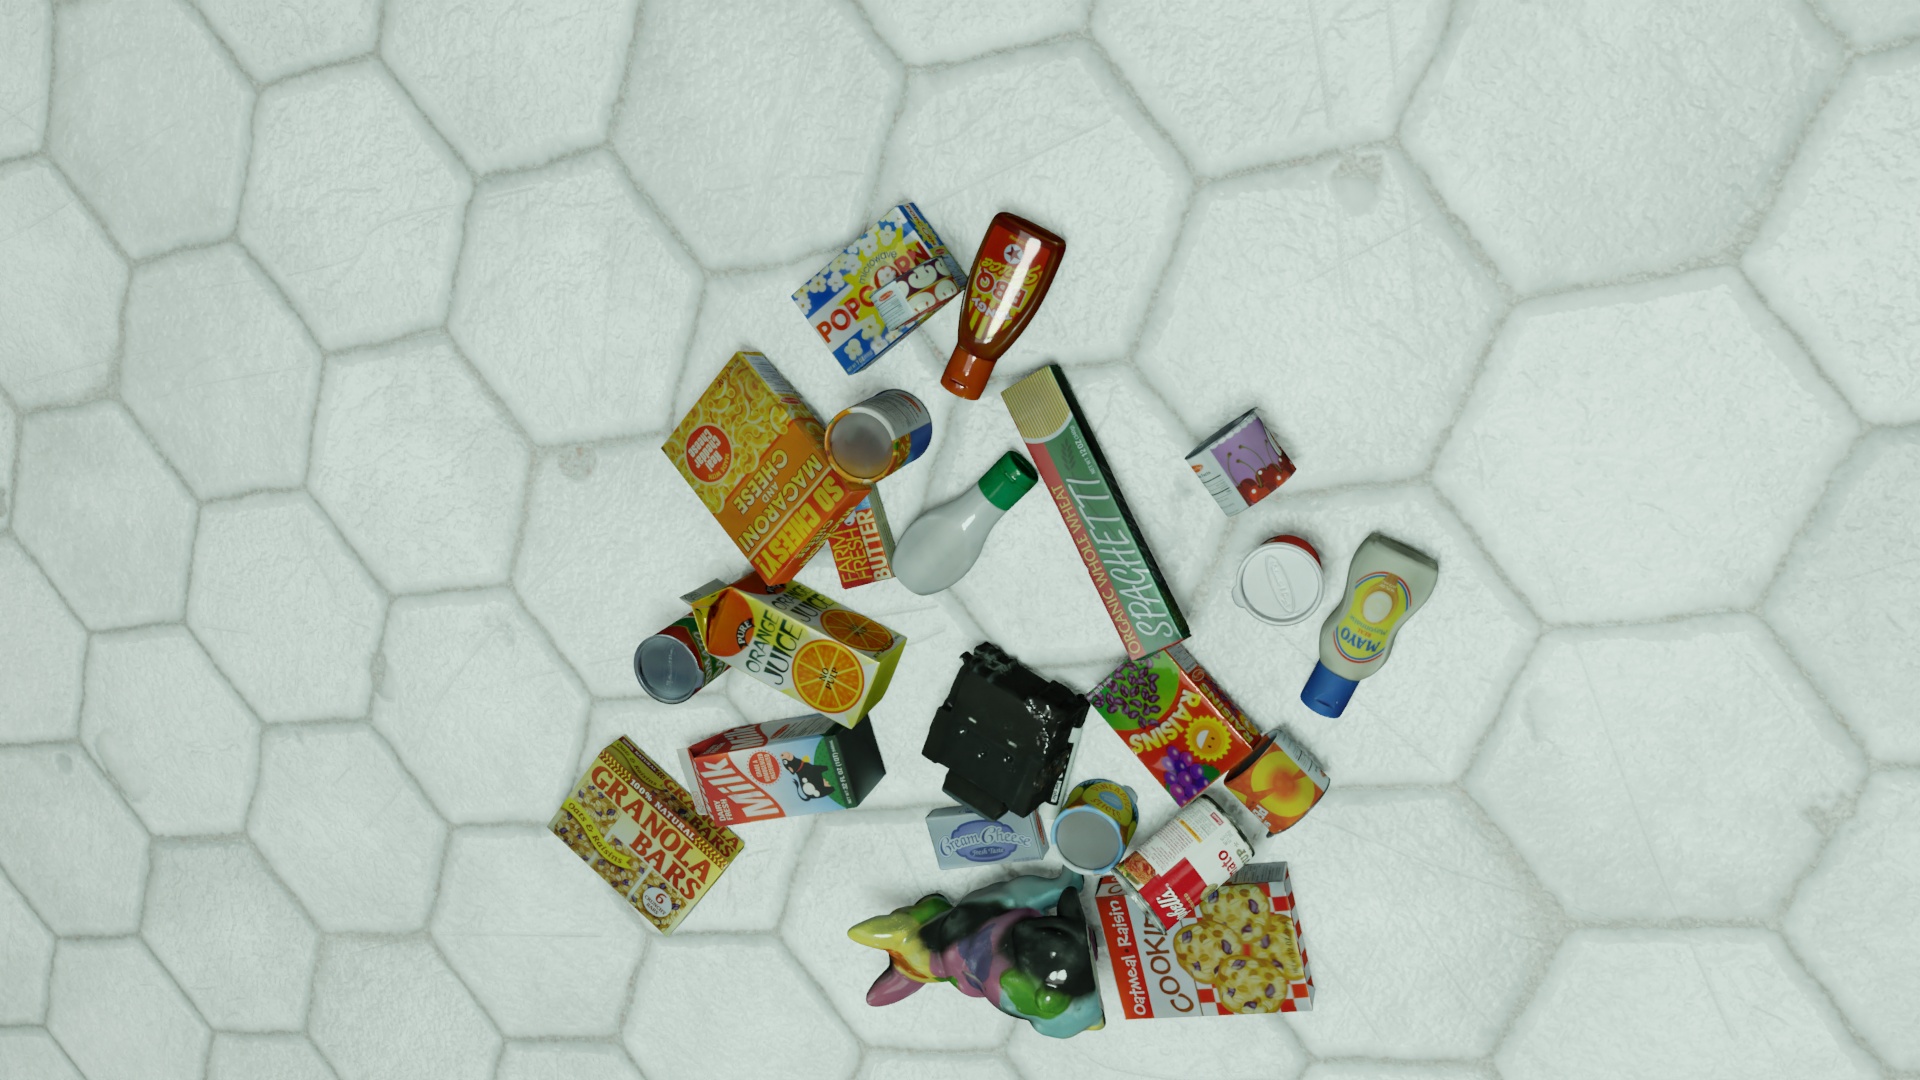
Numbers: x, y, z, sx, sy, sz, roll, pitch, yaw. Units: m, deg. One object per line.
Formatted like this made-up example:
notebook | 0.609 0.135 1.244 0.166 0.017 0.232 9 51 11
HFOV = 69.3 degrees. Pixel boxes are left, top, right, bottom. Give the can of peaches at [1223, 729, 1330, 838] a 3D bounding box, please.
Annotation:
can of peaches | 0.256 0.198 1.137 0.058 0.071 0.071 46 114 3

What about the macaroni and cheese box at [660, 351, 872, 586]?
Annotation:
macaroni and cheese box | -0.170 -0.063 1.210 0.123 0.040 0.167 -47 73 24

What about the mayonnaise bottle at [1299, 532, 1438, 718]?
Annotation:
mayonnaise bottle | 0.317 0.071 1.096 0.065 0.041 0.147 26 111 9

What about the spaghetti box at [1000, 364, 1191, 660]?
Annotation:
spaghetti box | 0.110 -0.022 1.128 0.050 0.029 0.250 -28 84 24

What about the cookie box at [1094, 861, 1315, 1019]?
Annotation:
cookie box | 0.212 0.349 1.209 0.167 0.040 0.122 -10 101 20

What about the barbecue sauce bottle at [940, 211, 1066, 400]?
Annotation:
barbecue sauce bottle | 0.028 -0.186 1.124 0.065 0.044 0.148 29 112 9

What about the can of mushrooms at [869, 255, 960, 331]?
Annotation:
can of mushrooms | -0.033 -0.195 1.090 0.071 0.071 0.033 -28 96 24

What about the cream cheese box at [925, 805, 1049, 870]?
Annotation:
cream cheese box | 0.024 0.266 1.259 0.103 0.024 0.053 -11 100 21

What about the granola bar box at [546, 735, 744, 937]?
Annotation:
granola bar box | -0.311 0.292 1.374 0.165 0.039 0.123 41 114 5

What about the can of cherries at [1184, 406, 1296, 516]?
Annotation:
can of cherries | 0.220 -0.062 1.081 0.071 0.072 0.058 -36 91 24

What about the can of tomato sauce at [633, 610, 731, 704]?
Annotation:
can of tomato sauce | -0.248 0.105 1.277 0.071 0.083 0.071 5 106 18

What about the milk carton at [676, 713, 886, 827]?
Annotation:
milk carton | -0.174 0.212 1.286 0.190 0.074 0.072 -11 101 22

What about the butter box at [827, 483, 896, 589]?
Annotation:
butter box | -0.092 -0.011 1.223 0.053 0.024 0.103 -12 100 23

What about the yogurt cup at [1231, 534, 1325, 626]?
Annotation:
yogurt cup | 0.255 0.028 1.098 0.072 0.054 0.072 5 106 18

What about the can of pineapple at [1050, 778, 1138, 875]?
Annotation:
can of pineapple | 0.117 0.247 1.203 0.071 0.058 0.070 5 106 18

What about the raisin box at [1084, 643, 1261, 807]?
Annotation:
raisin box | 0.177 0.148 1.158 0.086 0.040 0.123 -45 79 23

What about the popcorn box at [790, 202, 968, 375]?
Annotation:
popcorn box | -0.067 -0.208 1.154 0.126 0.038 0.085 -35 92 24

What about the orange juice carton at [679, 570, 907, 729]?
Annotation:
orange juice carton | -0.154 0.085 1.246 0.193 0.072 0.072 26 111 10

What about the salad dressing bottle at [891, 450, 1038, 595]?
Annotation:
salad dressing bottle | 0.004 -0.015 1.180 0.064 0.044 0.147 48 113 4

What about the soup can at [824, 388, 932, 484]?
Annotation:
soup can | -0.070 -0.085 1.164 0.071 0.084 0.071 5 107 18
